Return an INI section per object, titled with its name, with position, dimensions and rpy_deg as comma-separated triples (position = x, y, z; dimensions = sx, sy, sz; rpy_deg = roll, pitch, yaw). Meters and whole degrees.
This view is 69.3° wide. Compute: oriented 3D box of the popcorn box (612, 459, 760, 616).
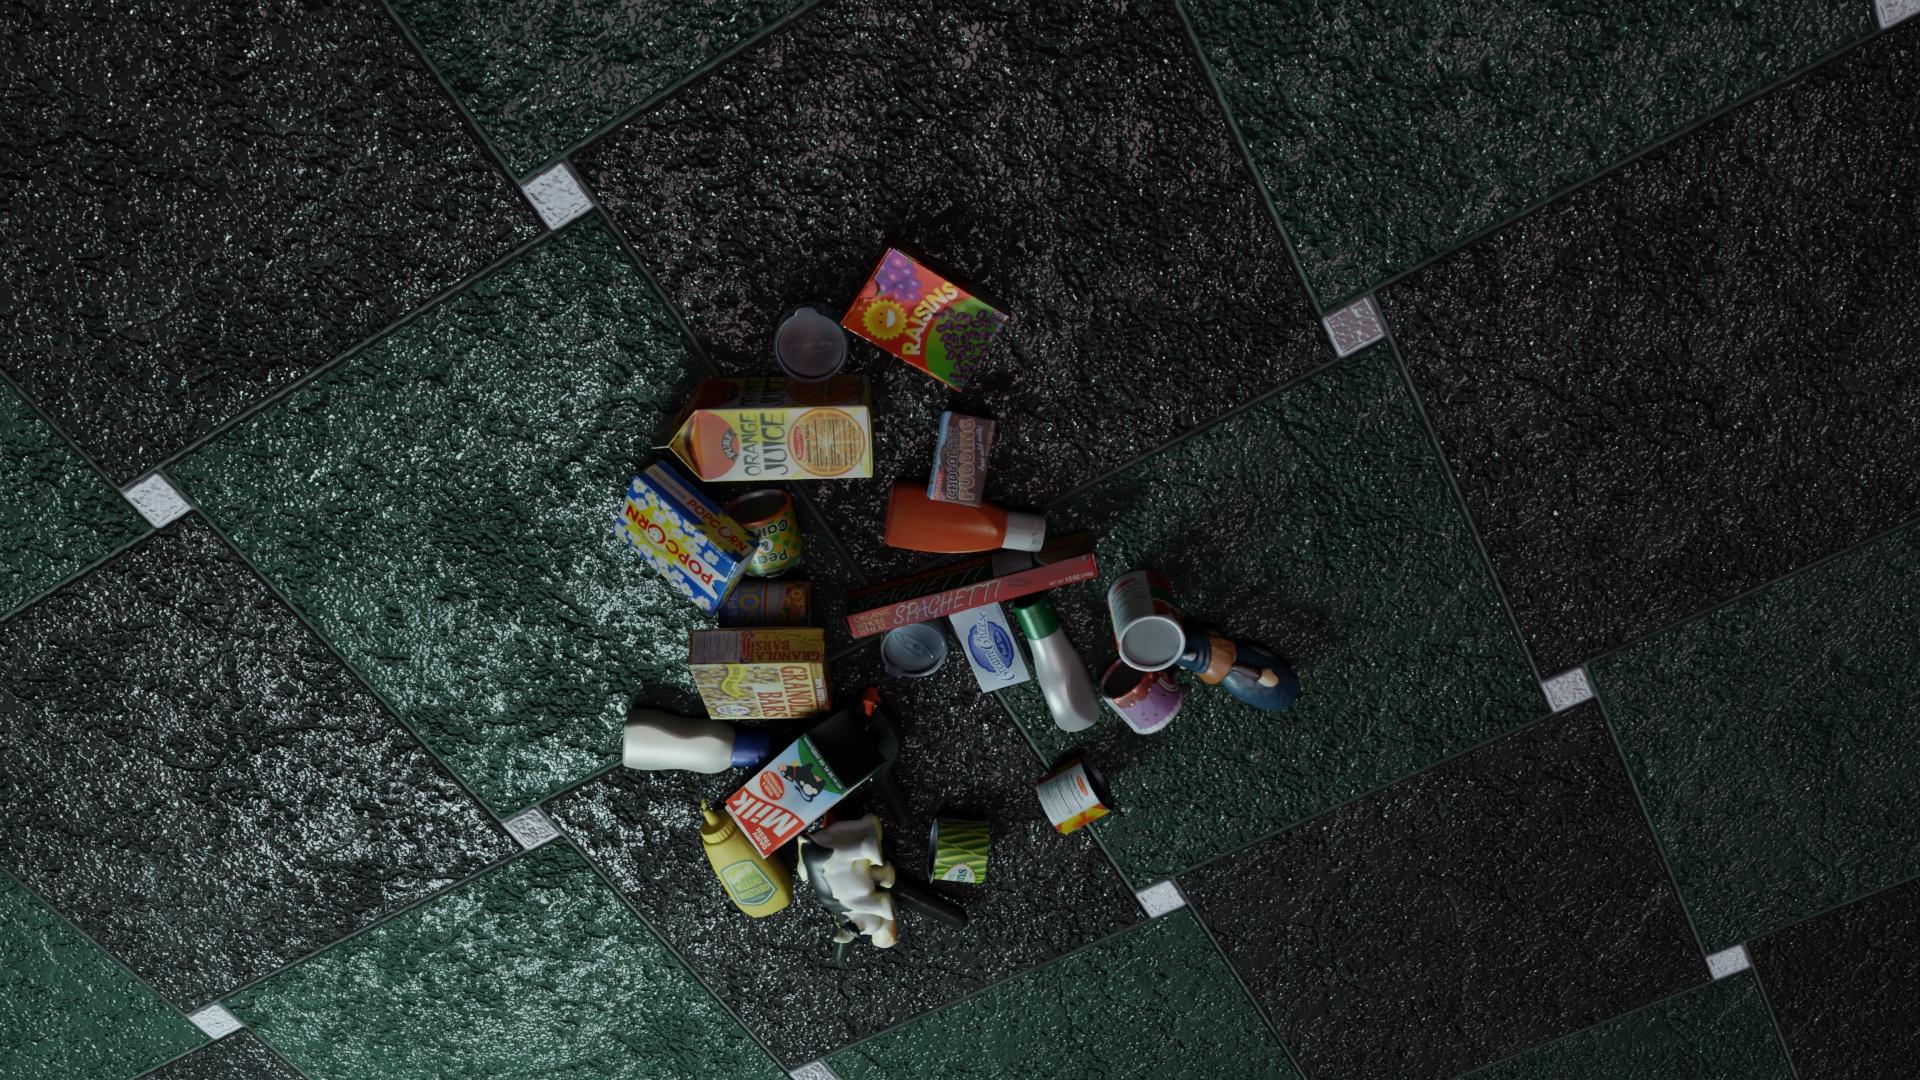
[popcorn box]
position = -0.253, -0.003, 1.276
dimensions = 0.127, 0.038, 0.084
rpy_deg = 40, 132, 6

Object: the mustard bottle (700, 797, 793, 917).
[mustard bottle]
position = -0.241, 0.339, 1.503
dimensions = 0.065, 0.049, 0.159
rpy_deg = -25, 118, 10

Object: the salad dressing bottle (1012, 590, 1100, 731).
[salad dressing bottle]
position = 0.095, 0.120, 1.389
dimensions = 0.044, 0.064, 0.147
rpy_deg = -13, 112, 27

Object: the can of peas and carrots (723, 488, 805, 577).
[can of peas and carrots]
position = -0.184, -0.007, 1.298
dimensions = 0.071, 0.071, 0.058
rpy_deg = -10, 119, 3

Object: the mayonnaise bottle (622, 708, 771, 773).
[mayonnaise bottle]
position = -0.271, 0.211, 1.435
dimensions = 0.148, 0.041, 0.064
rpy_deg = 6, 121, -7

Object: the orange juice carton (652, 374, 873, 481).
[orange juice carton]
position = -0.175, -0.100, 1.245
dimensions = 0.193, 0.072, 0.072
rpy_deg = -2, 119, -2

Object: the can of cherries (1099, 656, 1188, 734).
[can of cherries]
position = 0.185, 0.151, 1.406
dimensions = 0.071, 0.072, 0.058
rpy_deg = -36, 113, 17

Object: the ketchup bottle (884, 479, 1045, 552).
[ketchup bottle]
position = 0.005, -0.016, 1.315
dimensions = 0.149, 0.044, 0.064
rpy_deg = 8, 112, -7

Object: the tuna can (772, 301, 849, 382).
[tuna can]
position = -0.131, -0.178, 1.225
dimensions = 0.071, 0.033, 0.070
rpy_deg = -1, 120, -2

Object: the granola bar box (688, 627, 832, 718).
[granola bar box]
position = -0.190, 0.130, 1.344
dimensions = 0.124, 0.039, 0.164
rpy_deg = 0, 156, -3

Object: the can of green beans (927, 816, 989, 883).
[can of green beans]
position = -0.002, 0.335, 1.501
dimensions = 0.058, 0.071, 0.071
rpy_deg = 7, 119, -7

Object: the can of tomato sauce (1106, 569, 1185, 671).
[can of tomato sauce]
position = 0.182, 0.079, 1.354
dimensions = 0.071, 0.083, 0.070
rpy_deg = -1, 119, -1

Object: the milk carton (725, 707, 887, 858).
[milk carton]
position = -0.170, 0.256, 1.421
dimensions = 0.189, 0.074, 0.072
rpy_deg = -43, 81, 33

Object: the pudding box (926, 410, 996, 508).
[pudding box]
position = 0.000, -0.075, 1.273
dimensions = 0.050, 0.030, 0.083
rpy_deg = 11, 92, -8

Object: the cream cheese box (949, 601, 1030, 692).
[cream cheese box]
position = 0.029, 0.102, 1.395
dimensions = 0.053, 0.024, 0.103
rpy_deg = -18, 118, 10

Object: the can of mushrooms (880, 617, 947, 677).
[can of mushrooms]
position = -0.049, 0.102, 1.386
dimensions = 0.071, 0.033, 0.070
rpy_deg = -1, 120, -2

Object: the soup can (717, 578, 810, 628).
[soup can]
position = -0.189, 0.068, 1.342
dimensions = 0.084, 0.072, 0.071
rpy_deg = -1, 120, -2

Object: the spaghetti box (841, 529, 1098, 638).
[spaghetti box]
position = 0.008, 0.042, 1.345
dimensions = 0.250, 0.050, 0.028
rpy_deg = -15, 118, 6

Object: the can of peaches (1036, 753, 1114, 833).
[can of peaches]
position = 0.122, 0.269, 1.470
dimensions = 0.058, 0.071, 0.071
rpy_deg = -31, 116, 14

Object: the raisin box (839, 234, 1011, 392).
[raisin box]
position = -0.030, -0.198, 1.215
dimensions = 0.123, 0.040, 0.085
rpy_deg = 28, 116, -16
